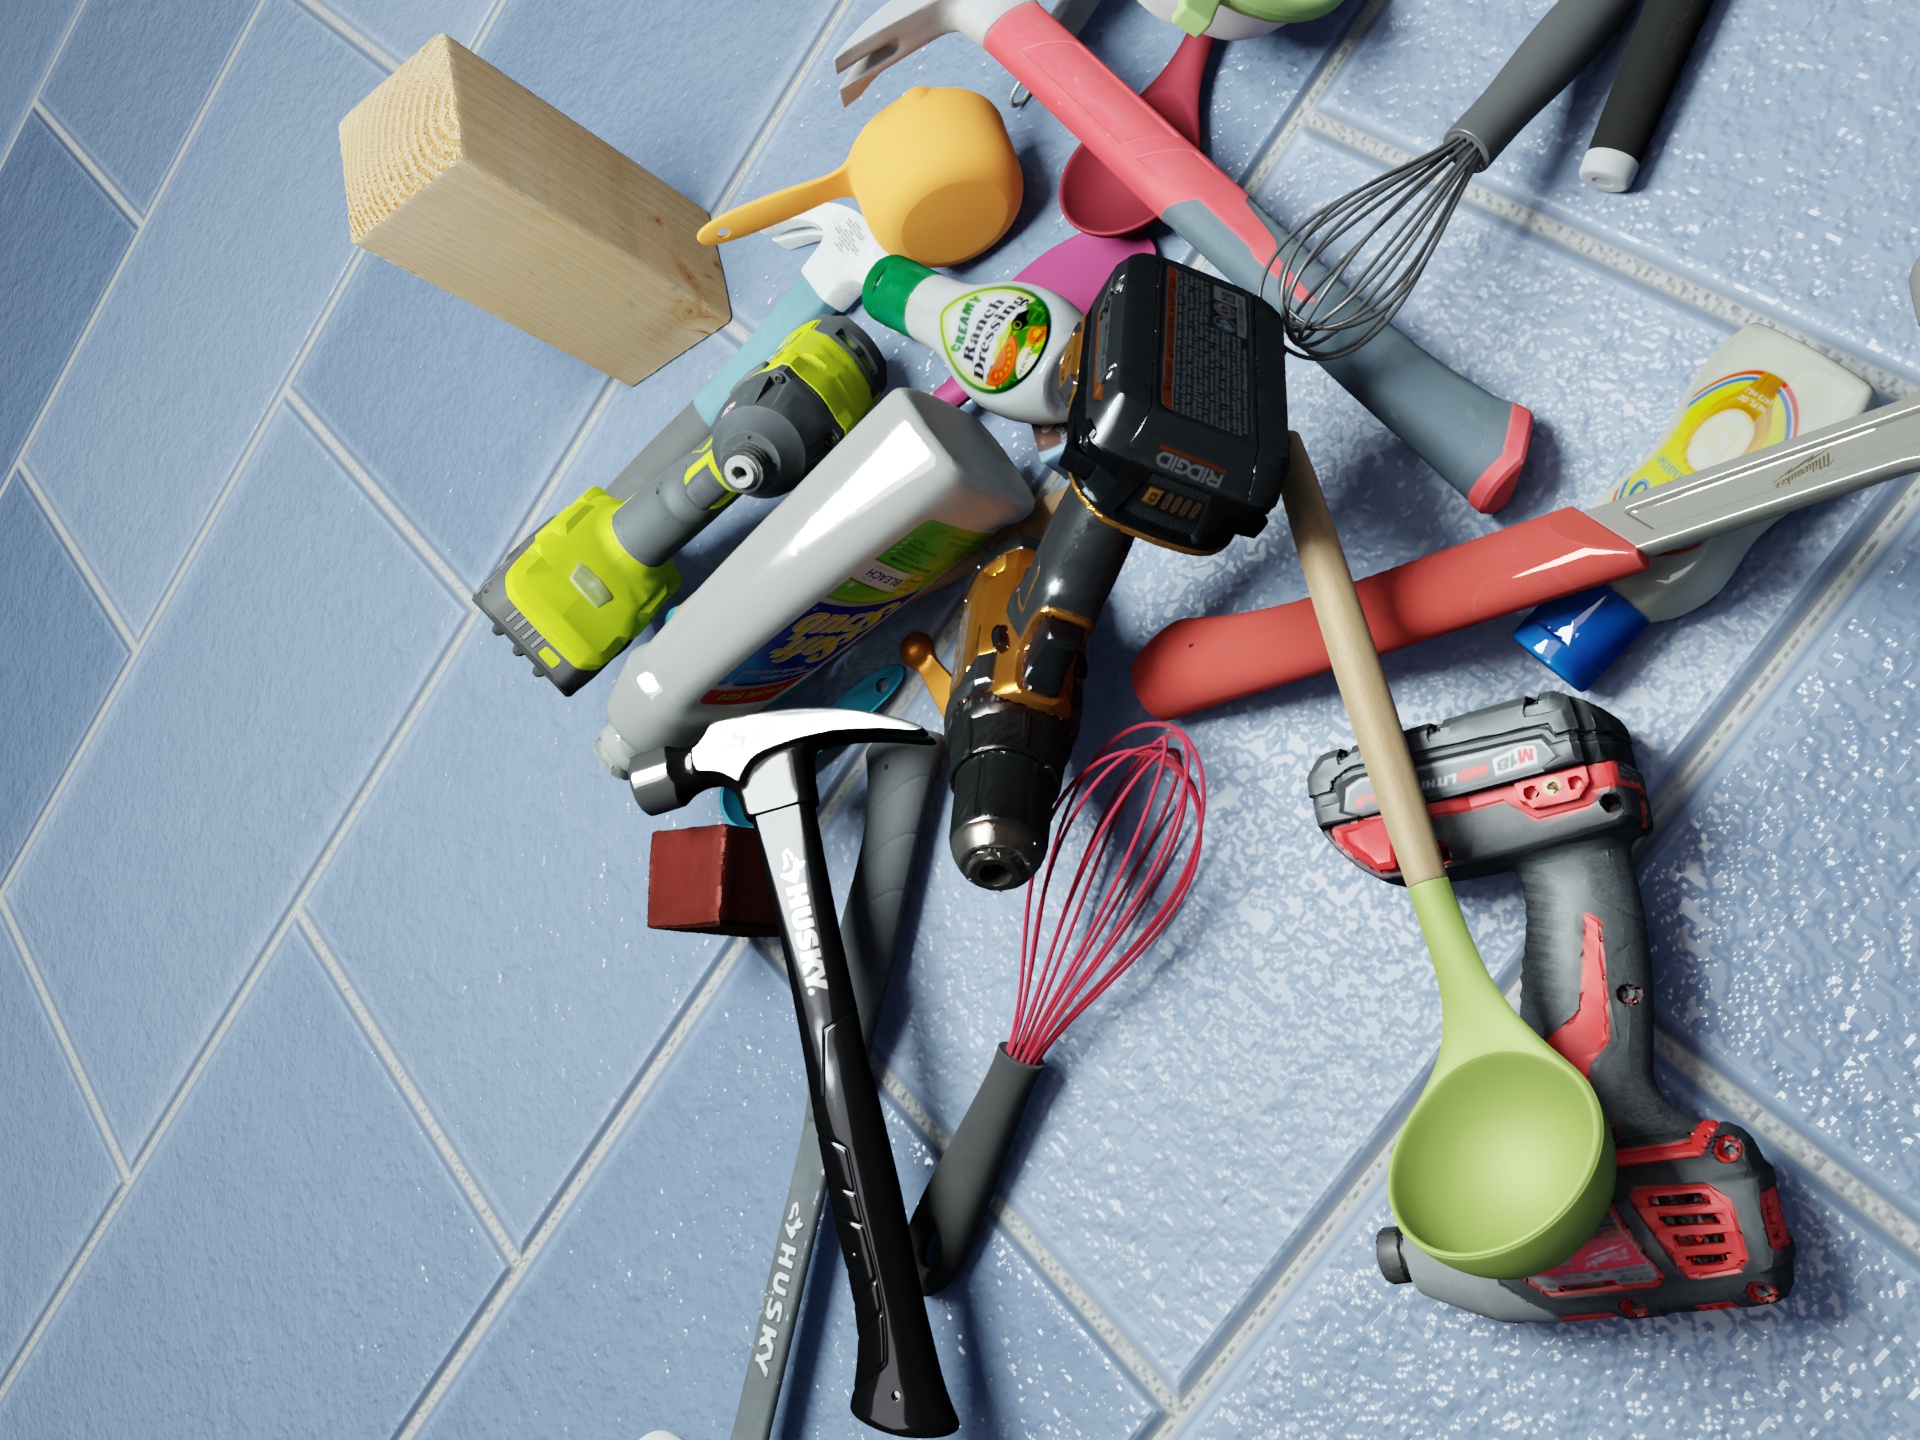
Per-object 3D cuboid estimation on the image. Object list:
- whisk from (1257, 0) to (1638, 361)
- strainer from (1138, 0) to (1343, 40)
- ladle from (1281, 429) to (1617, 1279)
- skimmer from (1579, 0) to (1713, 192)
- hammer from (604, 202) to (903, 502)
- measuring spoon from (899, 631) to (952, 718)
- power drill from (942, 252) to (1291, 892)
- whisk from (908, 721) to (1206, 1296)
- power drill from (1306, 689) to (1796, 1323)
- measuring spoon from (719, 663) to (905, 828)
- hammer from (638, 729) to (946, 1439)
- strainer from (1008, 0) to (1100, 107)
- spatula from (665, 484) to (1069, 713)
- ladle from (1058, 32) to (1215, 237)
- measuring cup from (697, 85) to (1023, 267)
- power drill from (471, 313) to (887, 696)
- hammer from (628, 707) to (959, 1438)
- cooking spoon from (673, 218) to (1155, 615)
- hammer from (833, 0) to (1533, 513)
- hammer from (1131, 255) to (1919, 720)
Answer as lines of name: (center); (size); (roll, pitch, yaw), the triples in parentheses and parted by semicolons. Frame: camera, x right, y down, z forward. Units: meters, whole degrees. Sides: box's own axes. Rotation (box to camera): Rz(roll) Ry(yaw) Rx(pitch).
whisk: (0.210, -0.241, 0.664); (0.239, 0.055, 0.055); (-47, 54, -10)
strainer: (0.080, -0.415, 0.741); (0.256, 0.151, 0.069); (59, 146, 4)
ladle: (0.154, 0.032, 0.570); (0.078, 0.062, 0.320); (-28, 65, 36)
skimmer: (0.334, -0.392, 0.624); (0.127, 0.090, 0.363); (23, 95, 5)
hammer: (-0.158, -0.170, 0.943); (0.331, 0.033, 0.128); (-43, 59, 19)
measuring spoon: (-0.001, -0.003, 0.807); (0.021, 0.011, 0.117); (-44, 58, 18)
power drill: (0.050, -0.052, 0.659); (0.226, 0.084, 0.186); (119, 165, -45)
whisk: (0.036, 0.136, 0.723); (0.073, 0.073, 0.296); (31, 103, 35)
power drill: (0.209, 0.111, 0.599); (0.143, 0.078, 0.220); (-19, 71, 30)
measuring spoon: (-0.075, 0.015, 0.855); (0.128, 0.021, 0.042); (-39, 58, 10)
hammer: (-0.066, 0.203, 0.779); (0.149, 0.036, 0.409); (6, 80, 45)
strainer: (0.101, -0.426, 0.813); (0.050, 0.087, 0.258); (45, 116, 15)
spatula: (-0.020, -0.078, 0.819); (0.317, 0.044, 0.082); (-24, 61, 27)
ladle: (0.137, -0.381, 0.796); (0.069, 0.031, 0.315); (26, 92, 27)
measuring cup: (-0.050, -0.265, 0.832); (0.173, 0.095, 0.052); (-21, 67, -3)
power drill: (-0.146, -0.113, 0.834); (0.223, 0.080, 0.171); (-34, 17, 27)
hammer: (-0.052, 0.152, 0.730); (0.146, 0.035, 0.335); (-16, 74, 7)
cooking spoon: (-0.030, -0.150, 0.835); (0.319, 0.017, 0.069); (-38, 51, 11)
hammer: (0.101, -0.225, 0.726); (0.143, 0.038, 0.387); (-35, 68, -10)
hammer: (0.211, -0.050, 0.605); (0.359, 0.036, 0.149); (-20, 49, 43)
